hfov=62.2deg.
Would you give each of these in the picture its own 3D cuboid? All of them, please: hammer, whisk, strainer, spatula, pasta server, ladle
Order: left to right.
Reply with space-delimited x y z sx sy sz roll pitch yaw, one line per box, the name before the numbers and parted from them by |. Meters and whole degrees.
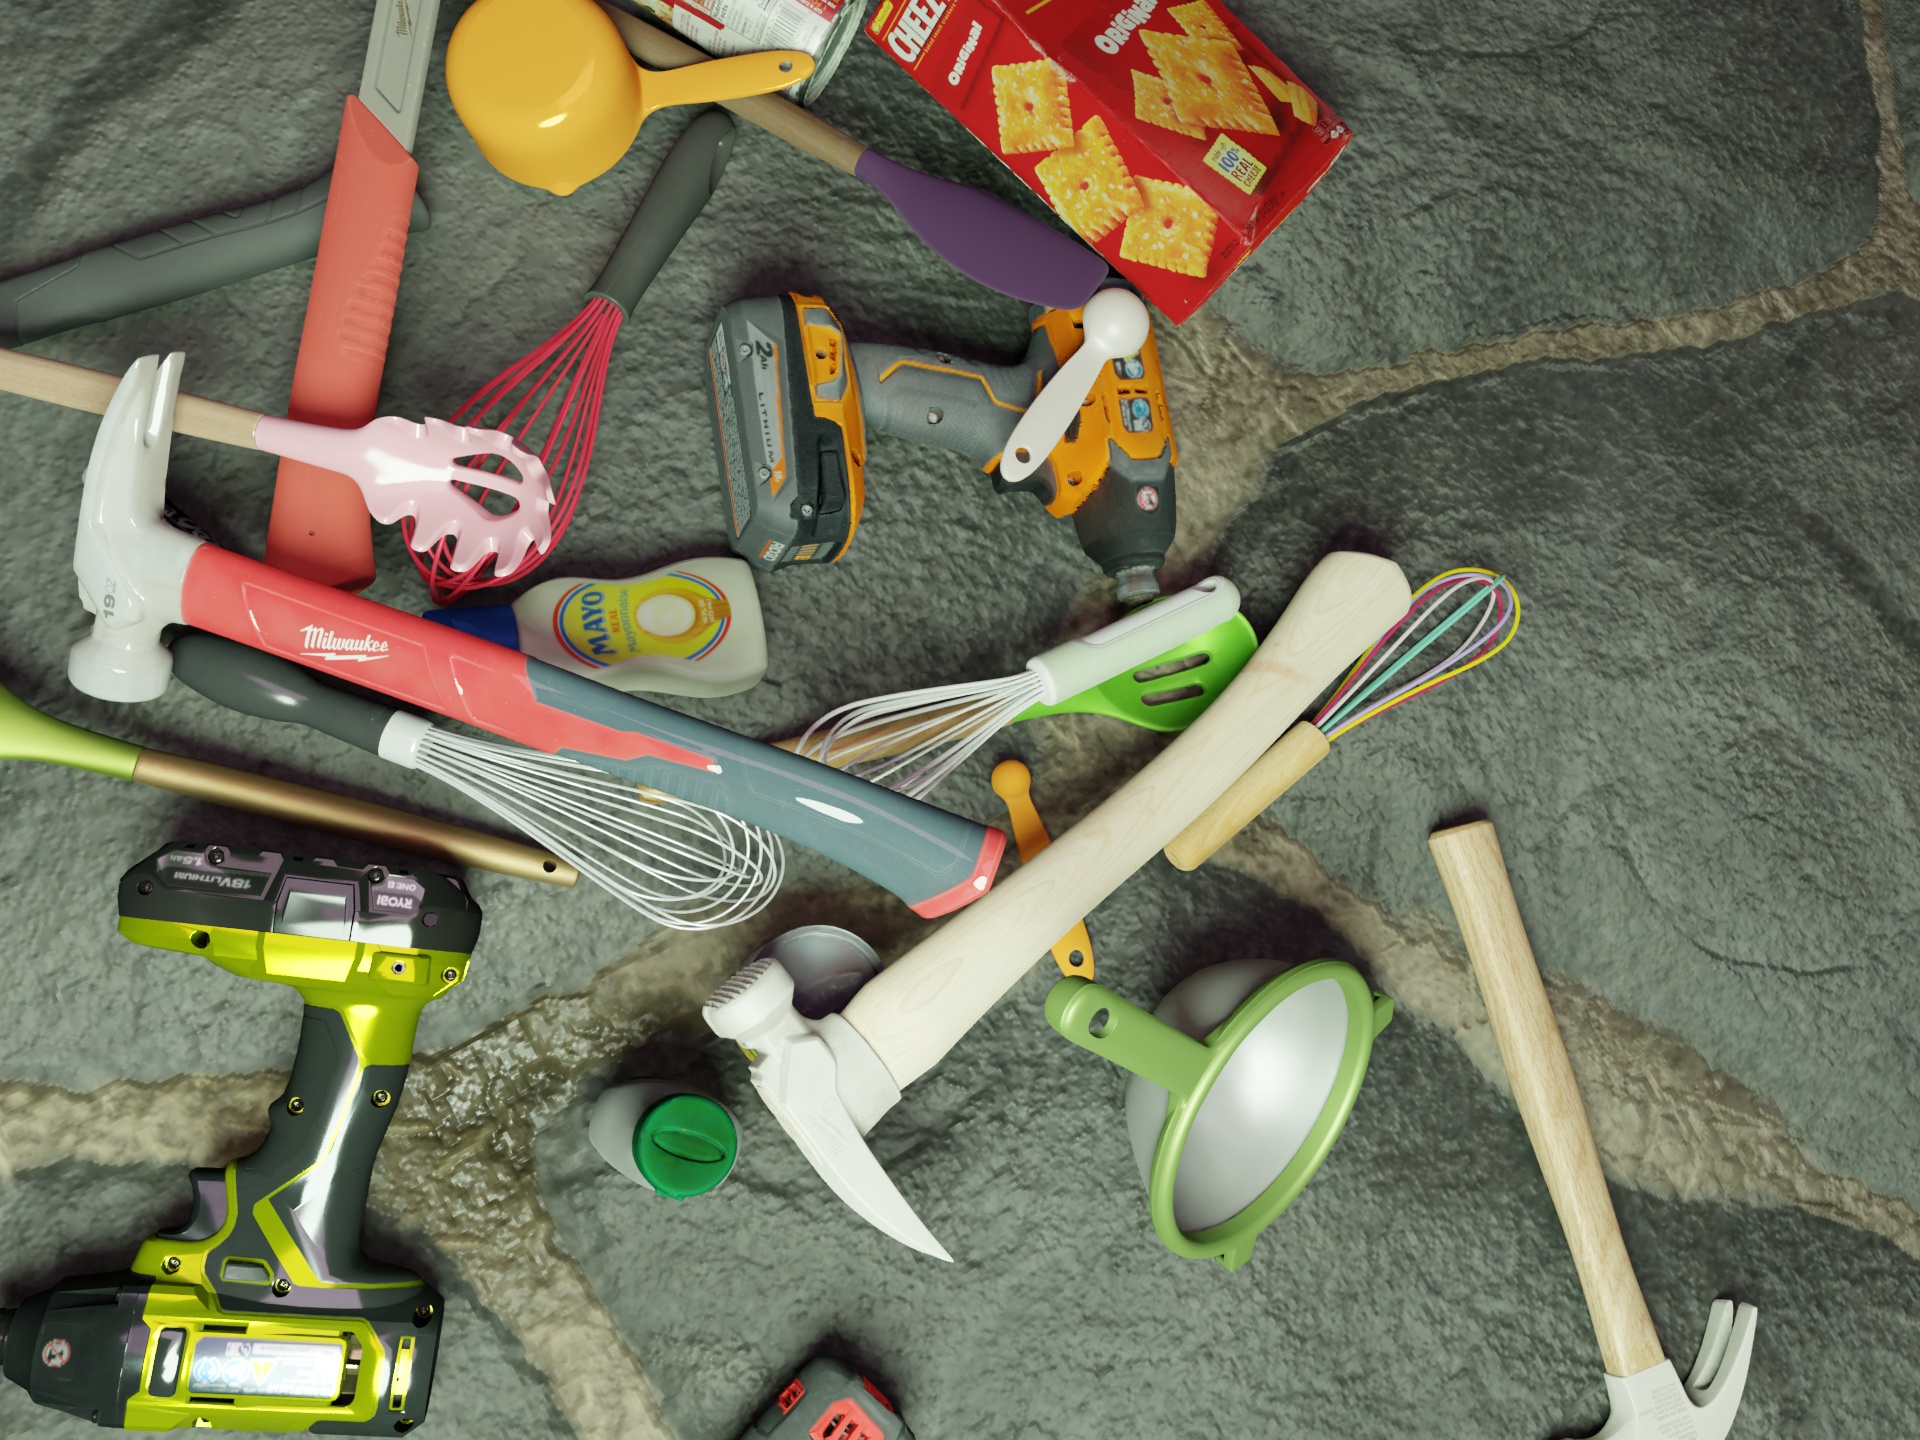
hammer | -0.400 -0.180 0.702 0.335 0.035 0.146 -24 85 -18
pasta server | -0.316 -0.123 0.651 0.316 0.040 0.060 14 112 -1
ladle | -0.323 0.028 0.682 0.320 0.062 0.078 17 73 -18
hammer | -0.271 -0.226 0.702 0.149 0.036 0.359 9 84 -3
whisk | -0.211 0.019 0.696 0.284 0.070 0.070 22 74 -1
hammer | -0.163 -0.019 0.635 0.386 0.038 0.143 19 109 1
whisk | -0.176 -0.179 0.749 0.073 0.073 0.296 27 68 -8
spatula | -0.071 -0.285 0.782 0.316 0.018 0.060 32 56 7
whisk | 0.031 -0.016 0.747 0.246 0.058 0.059 -25 117 -20
hammer | 0.082 0.057 0.732 0.410 0.038 0.146 -39 100 -25
strainer | 0.091 0.145 0.695 0.256 0.069 0.151 36 84 -48
whisk | 0.200 -0.003 0.818 0.245 0.051 0.047 -38 96 -15
hammer | 0.307 0.211 0.806 0.130 0.031 0.331 -14 82 -16

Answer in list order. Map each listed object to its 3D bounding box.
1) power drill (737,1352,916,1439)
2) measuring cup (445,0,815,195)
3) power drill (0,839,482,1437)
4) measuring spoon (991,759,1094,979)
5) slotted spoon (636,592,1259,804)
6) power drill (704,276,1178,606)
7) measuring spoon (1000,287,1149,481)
power drill | -0.027 0.391 0.661 0.219 0.078 0.143 45 72 1
measuring cup | -0.158 -0.311 0.755 0.173 0.052 0.095 -7 83 4
power drill | -0.286 0.166 0.640 0.171 0.080 0.223 9 80 -13
measuring spoon | 0.042 0.074 0.771 0.021 0.011 0.117 -20 90 -16
slotted spoon | -0.001 -0.002 0.773 0.313 0.031 0.070 -13 82 -15
power drill | 0.001 -0.129 0.773 0.226 0.084 0.164 -6 80 -20
measuring spoon | 0.055 -0.160 0.750 0.034 0.018 0.124 38 67 -11
